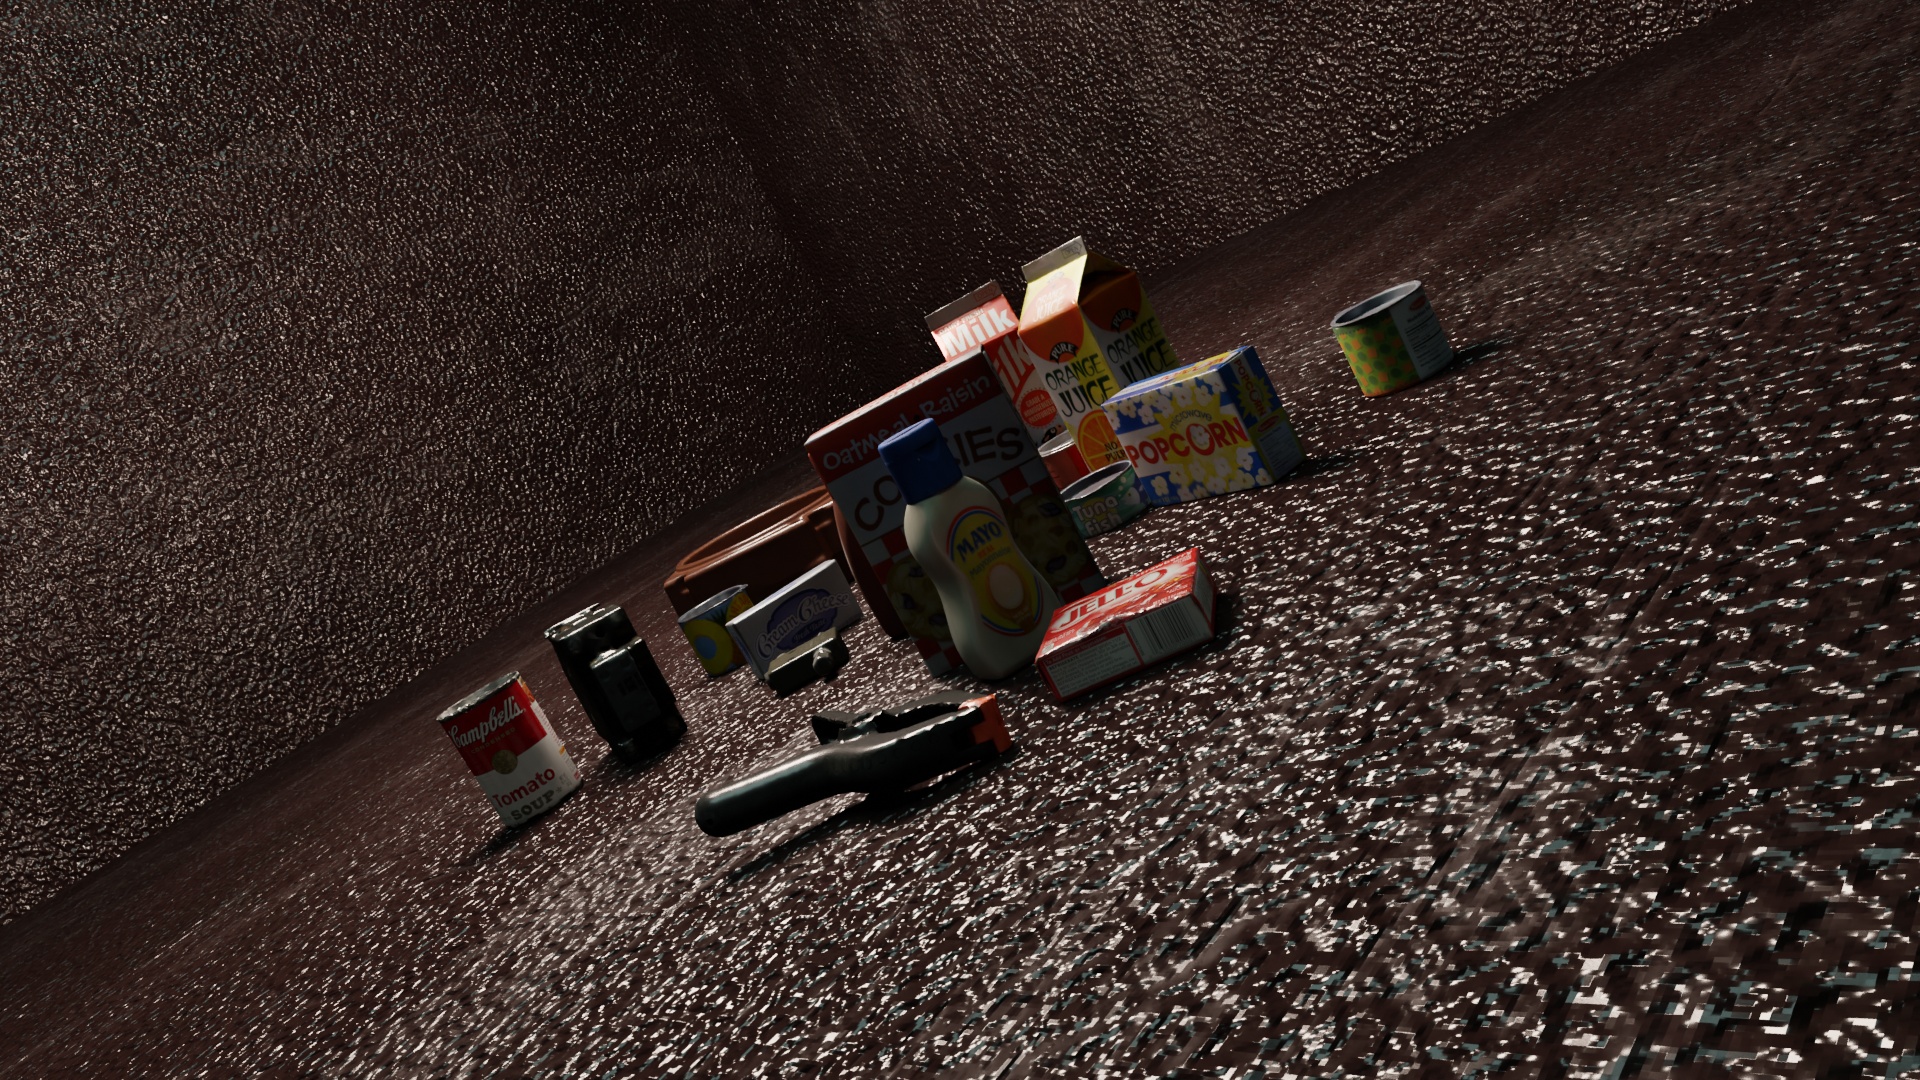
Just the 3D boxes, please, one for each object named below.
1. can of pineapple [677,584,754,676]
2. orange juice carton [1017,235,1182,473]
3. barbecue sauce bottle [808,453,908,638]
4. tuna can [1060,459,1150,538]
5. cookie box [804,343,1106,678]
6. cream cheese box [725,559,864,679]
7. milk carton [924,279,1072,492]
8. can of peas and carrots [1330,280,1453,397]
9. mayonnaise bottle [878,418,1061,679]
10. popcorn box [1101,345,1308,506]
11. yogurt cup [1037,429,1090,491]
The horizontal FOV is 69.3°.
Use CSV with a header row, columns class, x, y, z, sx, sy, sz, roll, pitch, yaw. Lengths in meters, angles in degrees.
class,x,y,z,sx,sy,sz,roll,pitch,yaw
can of pineapple,-0.208,0.080,1.236,0.071,0.057,0.071,-27,10,5
orange juice carton,0.112,-0.134,1.059,0.073,0.192,0.071,-35,12,-36
barbecue sauce bottle,-0.060,-0.007,1.008,0.065,0.148,0.044,-28,10,1
tuna can,0.104,-0.029,1.017,0.071,0.032,0.071,-27,10,5
cookie box,-0.002,-0.018,0.858,0.123,0.167,0.040,-27,10,6
cream cheese box,-0.133,0.064,1.129,0.104,0.053,0.024,-33,11,-25
milk carton,0.043,-0.124,1.199,0.072,0.190,0.073,-28,10,3
can of peas and carrots,0.299,-0.139,0.968,0.071,0.058,0.071,-27,10,5
mayonnaise bottle,0.003,0.003,0.792,0.065,0.148,0.041,-33,11,-26
popcorn box,0.161,-0.074,0.936,0.038,0.085,0.126,-34,11,-29
yogurt cup,0.102,-0.063,1.131,0.072,0.054,0.072,-27,10,5
